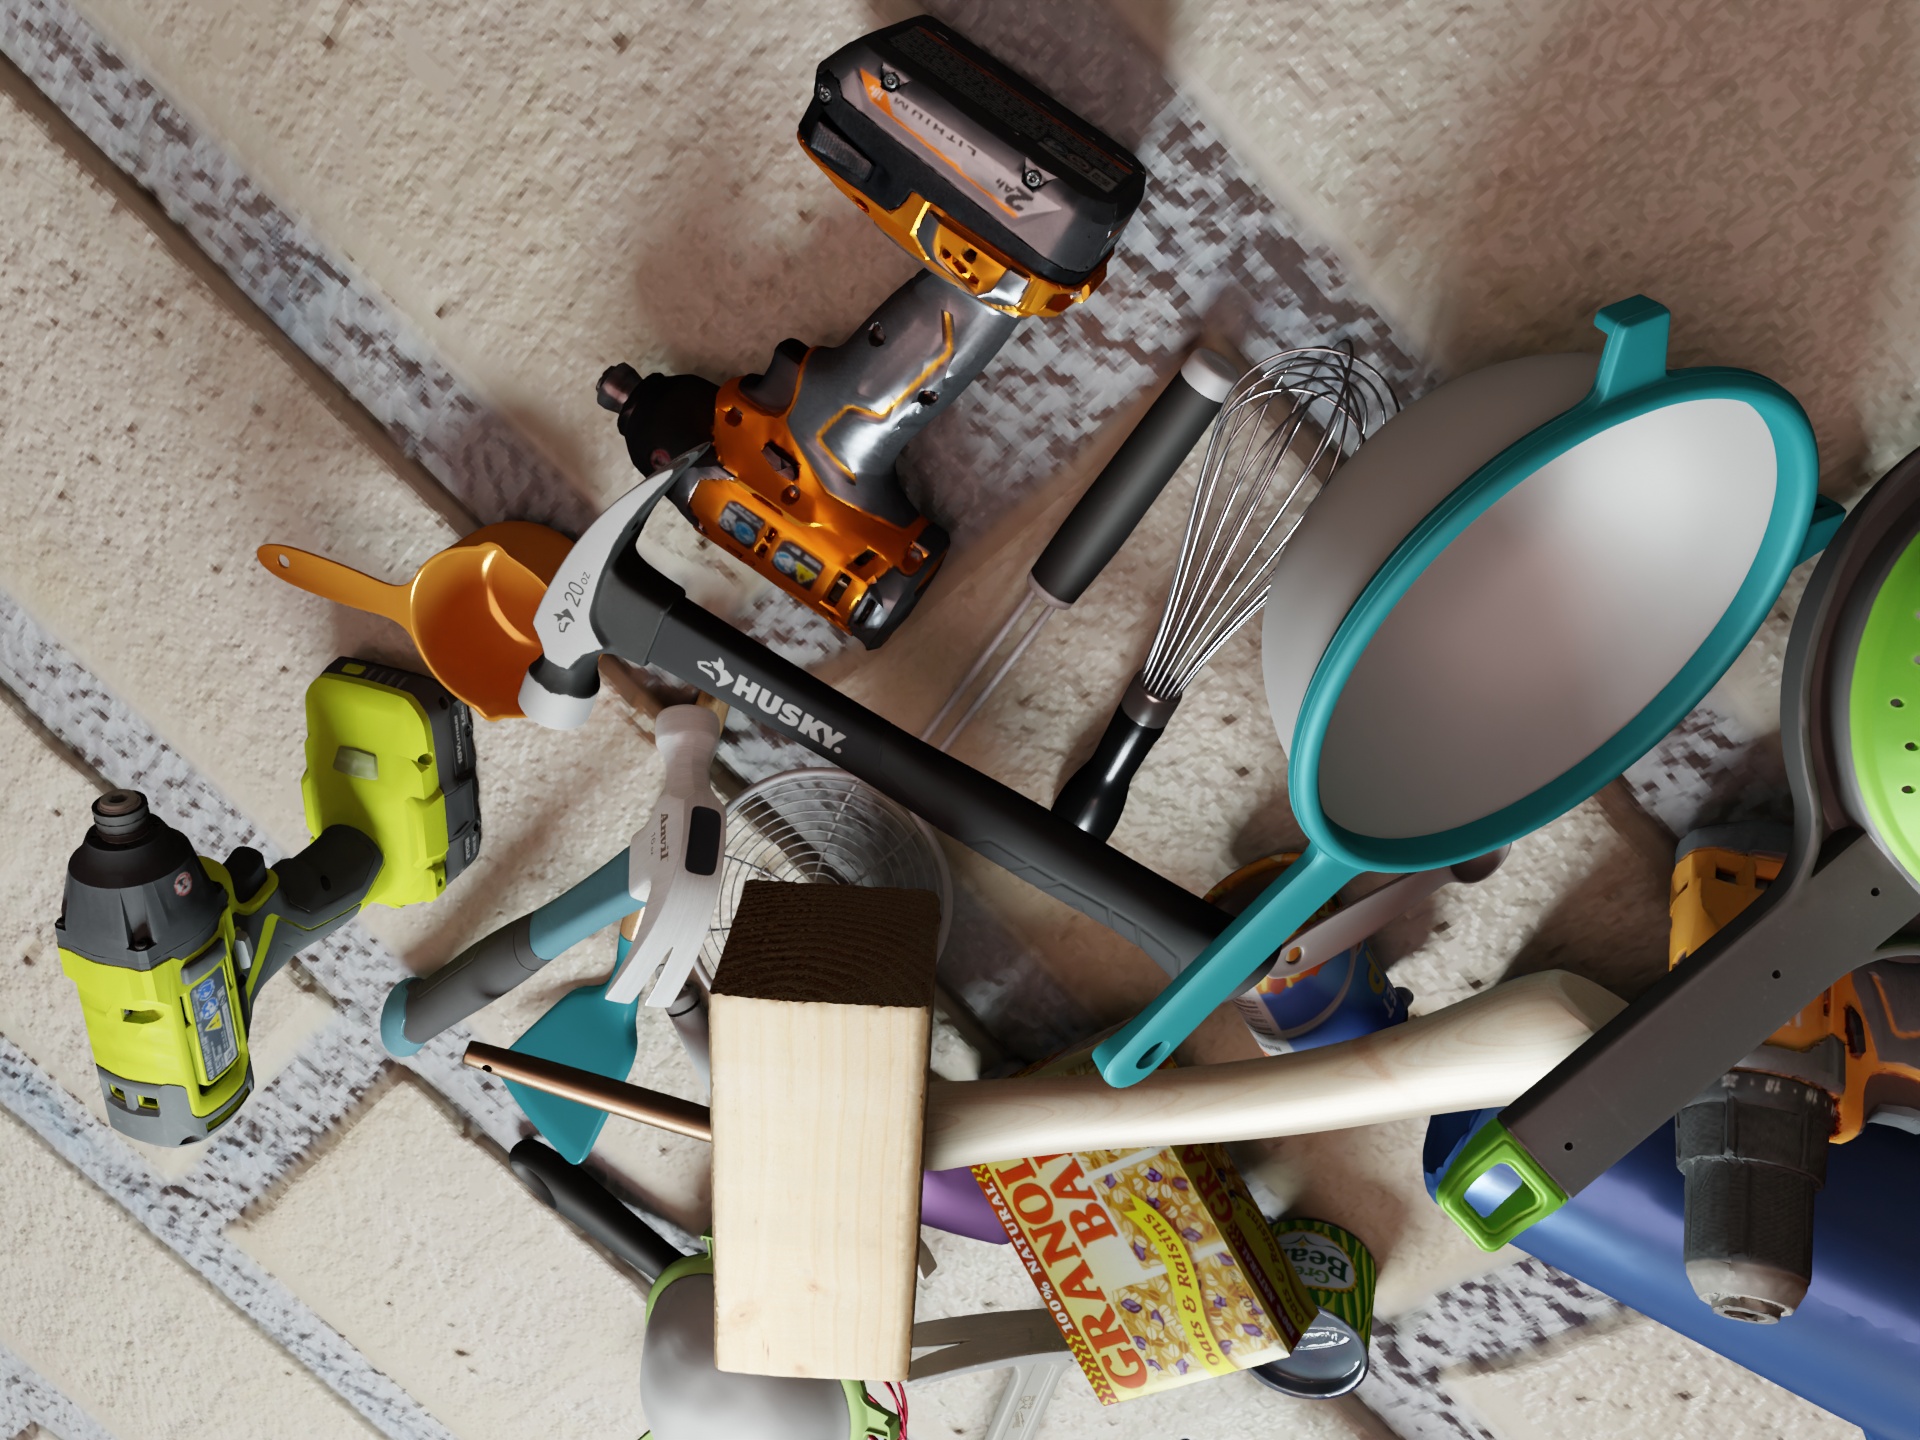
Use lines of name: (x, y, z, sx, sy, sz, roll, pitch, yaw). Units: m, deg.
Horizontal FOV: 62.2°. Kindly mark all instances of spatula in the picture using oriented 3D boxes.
spatula: (-0.171, 0.096, 0.825, 0.082, 0.044, 0.317, 41, 125, 26)
spatula: (-0.110, 0.222, 0.851, 0.316, 0.018, 0.059, 19, 122, -9)

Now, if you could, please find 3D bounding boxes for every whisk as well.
whisk: (-0.150, 0.343, 0.947, 0.296, 0.073, 0.073, 35, 123, 6)
whisk: (0.093, -0.032, 0.658, 0.070, 0.070, 0.284, 28, 128, 3)

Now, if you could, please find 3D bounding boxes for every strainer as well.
strainer: (-0.116, 0.246, 0.892, 0.087, 0.050, 0.258, -13, 109, 28)
strainer: (0.147, -0.005, 0.588, 0.210, 0.095, 0.340, 19, 119, -44)
strainer: (-0.159, 0.408, 0.903, 0.151, 0.069, 0.256, 46, 123, 6)

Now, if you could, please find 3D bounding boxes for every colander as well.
colander: (0.321, 0.050, 0.507, 0.397, 0.094, 0.204, -43, 96, 6)

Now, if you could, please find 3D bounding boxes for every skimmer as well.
skimmer: (-0.001, -0.002, 0.685, 0.127, 0.090, 0.363, 37, 123, 0)

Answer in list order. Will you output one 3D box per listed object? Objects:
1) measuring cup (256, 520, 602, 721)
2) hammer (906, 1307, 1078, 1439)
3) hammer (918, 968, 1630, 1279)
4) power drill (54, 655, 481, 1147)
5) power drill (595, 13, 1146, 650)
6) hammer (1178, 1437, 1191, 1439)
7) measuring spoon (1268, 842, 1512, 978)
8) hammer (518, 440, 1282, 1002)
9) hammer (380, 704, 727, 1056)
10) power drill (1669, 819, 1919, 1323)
measuring cup: (-0.249, -0.064, 0.763, 0.173, 0.052, 0.095, 18, 122, 11)
hammer: (0.004, 0.462, 0.941, 0.149, 0.037, 0.358, 2, 128, -18)
hammer: (0.094, 0.179, 0.705, 0.410, 0.038, 0.146, -18, 96, 38)
power drill: (-0.324, 0.067, 0.756, 0.080, 0.223, 0.171, 13, 121, 12)
power drill: (-0.047, -0.152, 0.629, 0.164, 0.084, 0.226, 34, 127, 0)
hammer: (0.287, 0.495, 0.862, 0.405, 0.035, 0.144, 27, 123, -5)
measuring spoon: (0.178, 0.073, 0.673, 0.124, 0.018, 0.034, -29, 122, -7)
hammer: (-0.019, 0.017, 0.655, 0.335, 0.035, 0.146, 30, 123, 1)
hammer: (-0.219, 0.112, 0.818, 0.033, 0.128, 0.331, 17, 146, -37)
power drill: (0.376, 0.144, 0.584, 0.226, 0.185, 0.084, 11, 154, 11)
